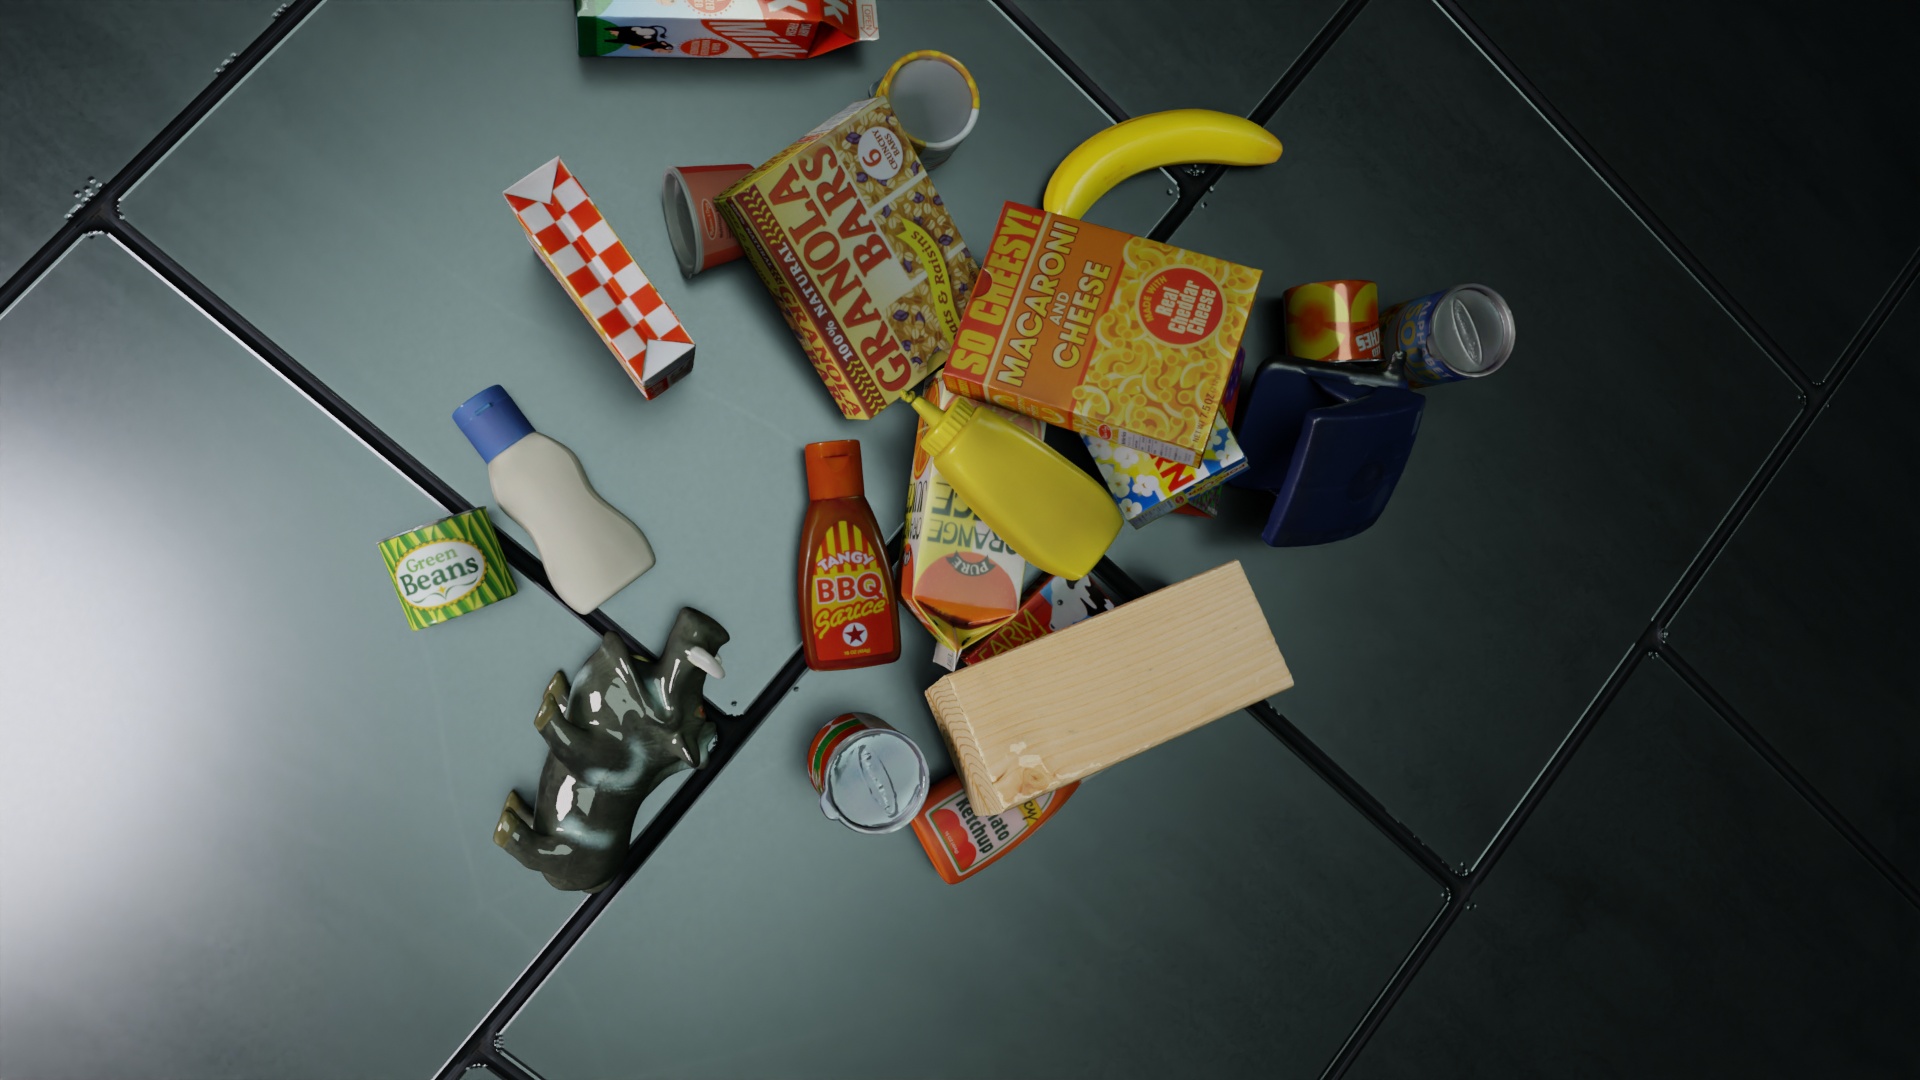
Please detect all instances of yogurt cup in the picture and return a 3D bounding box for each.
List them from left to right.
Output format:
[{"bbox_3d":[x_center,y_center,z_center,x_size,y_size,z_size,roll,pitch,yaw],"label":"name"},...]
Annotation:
[{"bbox_3d":[-0.154,-0.208,0.885,0.054,0.072,0.072,-17,94,-22],"label":"yogurt cup"}]

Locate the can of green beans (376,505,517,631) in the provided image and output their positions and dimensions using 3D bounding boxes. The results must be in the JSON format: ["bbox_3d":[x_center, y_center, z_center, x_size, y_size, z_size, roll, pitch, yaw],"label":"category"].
[{"bbox_3d":[-0.310,0.017,0.842,0.071,0.071,0.057,-21,95,-13],"label":"can of green beans"}]

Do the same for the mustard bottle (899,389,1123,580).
[{"bbox_3d":[0.026,-0.043,0.860,0.160,0.049,0.065,40,80,-9],"label":"mustard bottle"}]

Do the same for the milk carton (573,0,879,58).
[{"bbox_3d":[-0.148,-0.353,0.882,0.191,0.073,0.072,-5,91,-14],"label":"milk carton"}]

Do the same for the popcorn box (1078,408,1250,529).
[{"bbox_3d":[0.117,-0.083,0.892,0.085,0.038,0.127,-29,76,9],"label":"popcorn box"}]

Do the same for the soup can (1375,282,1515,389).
[{"bbox_3d":[0.341,-0.144,0.996,0.071,0.083,0.071,0,89,-14],"label":"soup can"}]

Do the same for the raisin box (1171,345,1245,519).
[{"bbox_3d":[0.158,-0.082,0.948,0.040,0.086,0.123,10,87,25],"label":"raisin box"}]

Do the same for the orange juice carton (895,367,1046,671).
[{"bbox_3d":[0.003,-0.011,0.917,0.073,0.072,0.192,9,87,-13],"label":"orange juice carton"}]

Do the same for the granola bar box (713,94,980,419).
[{"bbox_3d":[-0.061,-0.179,0.887,0.124,0.039,0.165,-41,115,-21],"label":"granola bar box"}]

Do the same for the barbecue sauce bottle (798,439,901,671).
[{"bbox_3d":[-0.077,0.009,0.911,0.065,0.043,0.148,-6,90,-10],"label":"barbecue sauce bottle"}]

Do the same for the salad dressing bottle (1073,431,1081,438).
[{"bbox_3d":[0.076,-0.133,0.951,0.064,0.044,0.147,-35,96,-5],"label":"salad dressing bottle"}]

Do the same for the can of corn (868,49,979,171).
[{"bbox_3d":[-0.027,-0.285,0.919,0.071,0.058,0.071,0,90,-14],"label":"can of corn"}]

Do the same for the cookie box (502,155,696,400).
[{"bbox_3d":[-0.207,-0.147,0.818,0.040,0.167,0.123,-37,98,-8],"label":"cookie box"}]

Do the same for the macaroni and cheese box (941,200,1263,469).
[{"bbox_3d":[0.087,-0.129,0.857,0.166,0.040,0.124,18,78,9],"label":"macaroni and cheese box"}]

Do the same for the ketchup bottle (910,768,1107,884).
[{"bbox_3d":[0.040,0.168,0.939,0.149,0.043,0.064,-29,96,-13],"label":"ketchup bottle"}]

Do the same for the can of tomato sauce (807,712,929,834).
[{"bbox_3d":[-0.062,0.149,0.893,0.071,0.083,0.071,0,90,-14],"label":"can of tomato sauce"}]

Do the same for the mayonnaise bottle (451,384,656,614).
[{"bbox_3d":[-0.257,-0.028,0.869,0.065,0.041,0.148,-37,97,-13],"label":"mayonnaise bottle"}]

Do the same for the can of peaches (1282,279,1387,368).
[{"bbox_3d":[0.265,-0.151,0.984,0.071,0.071,0.058,-3,90,-14],"label":"can of peaches"}]

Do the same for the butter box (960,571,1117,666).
[{"bbox_3d":[0.054,0.063,0.953,0.104,0.024,0.053,-43,100,-11],"label":"butter box"}]
